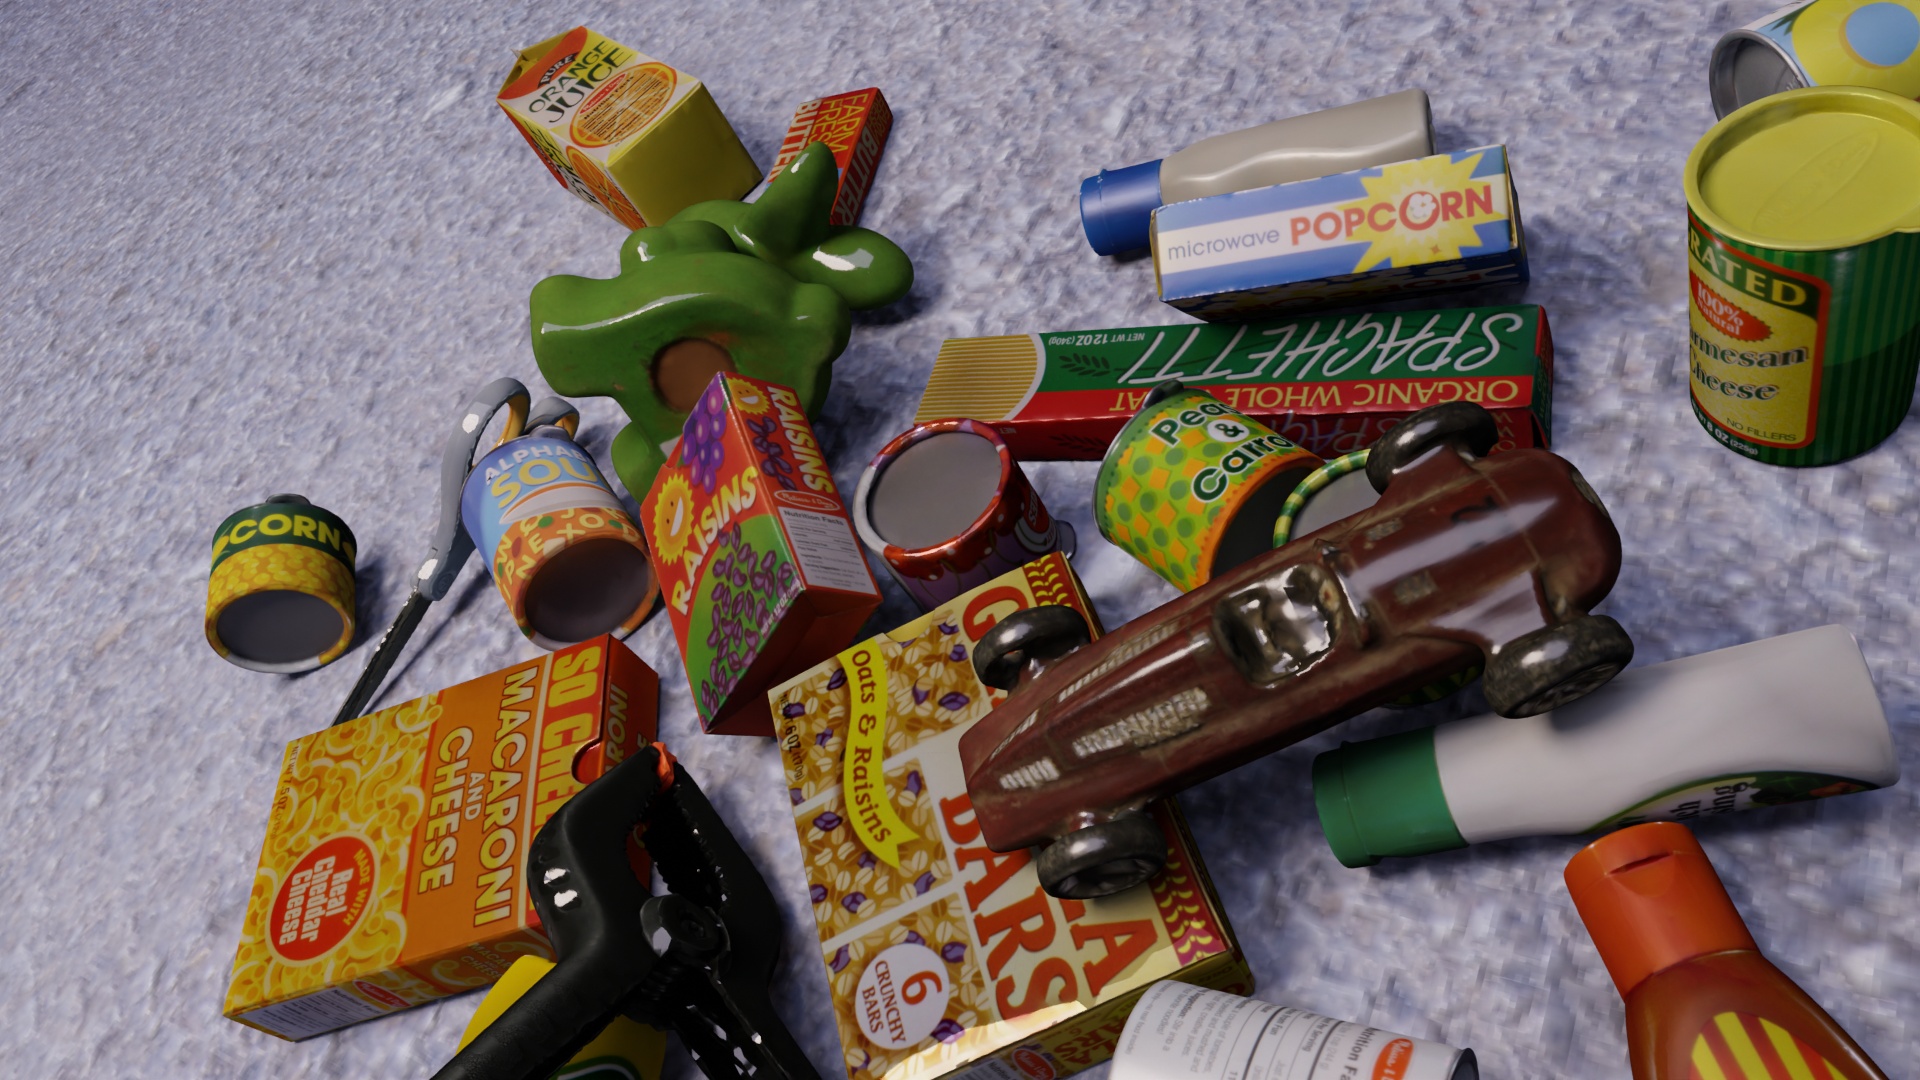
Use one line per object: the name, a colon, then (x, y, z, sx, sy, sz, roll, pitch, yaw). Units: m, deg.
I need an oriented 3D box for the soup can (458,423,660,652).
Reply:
soup can: (-0.179, -0.001, 0.621, 0.071, 0.071, 0.084, -40, 48, -5)

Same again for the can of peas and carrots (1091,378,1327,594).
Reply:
can of peas and carrots: (0.091, -0.015, 0.492, 0.071, 0.070, 0.059, -44, 48, -9)

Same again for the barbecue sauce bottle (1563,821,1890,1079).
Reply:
barbecue sauce bottle: (0.196, 0.142, 0.335, 0.065, 0.043, 0.149, -23, 48, 12)

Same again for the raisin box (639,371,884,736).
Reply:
raisin box: (-0.085, 0.004, 0.556, 0.085, 0.040, 0.124, -54, 44, 31)

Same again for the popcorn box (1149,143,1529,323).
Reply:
popcorn box: (0.145, -0.112, 0.527, 0.126, 0.085, 0.038, -5, 89, 25)

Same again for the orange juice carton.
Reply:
orange juice carton: (-0.207, -0.243, 0.821, 0.073, 0.071, 0.193, -45, 48, -10)

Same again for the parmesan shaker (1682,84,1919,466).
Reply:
parmesan shaker: (0.263, -0.076, 0.428, 0.071, 0.102, 0.072, -15, 50, 18)

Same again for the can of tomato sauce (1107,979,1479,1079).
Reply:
can of tomato sauce: (0.087, 0.159, 0.365, 0.083, 0.071, 0.071, 4, 58, 30)

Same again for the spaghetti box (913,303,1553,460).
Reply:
spaghetti box: (0.100, -0.060, 0.550, 0.250, 0.028, 0.050, 1, 57, 28)

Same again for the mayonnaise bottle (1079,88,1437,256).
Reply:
mayonnaise bottle: (0.127, -0.155, 0.599, 0.148, 0.041, 0.065, -8, 32, 24)

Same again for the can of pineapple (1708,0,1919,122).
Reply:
can of pineapple: (0.314, -0.162, 0.494, 0.058, 0.070, 0.071, -26, 48, 7)

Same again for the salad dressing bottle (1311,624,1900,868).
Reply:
salad dressing bottle: (0.178, 0.063, 0.397, 0.147, 0.064, 0.044, -18, 69, 25)

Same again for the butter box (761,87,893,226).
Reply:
butter box: (-0.074, -0.200, 0.751, 0.053, 0.024, 0.104, -3, 54, 26)

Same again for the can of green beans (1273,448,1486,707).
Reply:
can of green beans: (0.140, 0.012, 0.454, 0.071, 0.057, 0.071, -14, 50, 18)

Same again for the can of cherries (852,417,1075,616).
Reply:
can of cherries: (0.002, -0.007, 0.540, 0.071, 0.058, 0.072, -14, 50, 18)

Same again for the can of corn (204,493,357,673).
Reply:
can of corn: (-0.333, 0.022, 0.684, 0.071, 0.071, 0.058, -28, 49, 6)

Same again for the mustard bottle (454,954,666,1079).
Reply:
mustard bottle: (-0.147, 0.219, 0.443, 0.049, 0.065, 0.161, 0, 61, 34)

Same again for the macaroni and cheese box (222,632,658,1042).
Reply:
macaroni and cheese box: (-0.206, 0.119, 0.563, 0.166, 0.040, 0.124, -19, 50, 14)

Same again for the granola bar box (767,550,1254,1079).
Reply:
granola bar box: (0.009, 0.096, 0.470, 0.124, 0.039, 0.166, -26, 48, 7)
